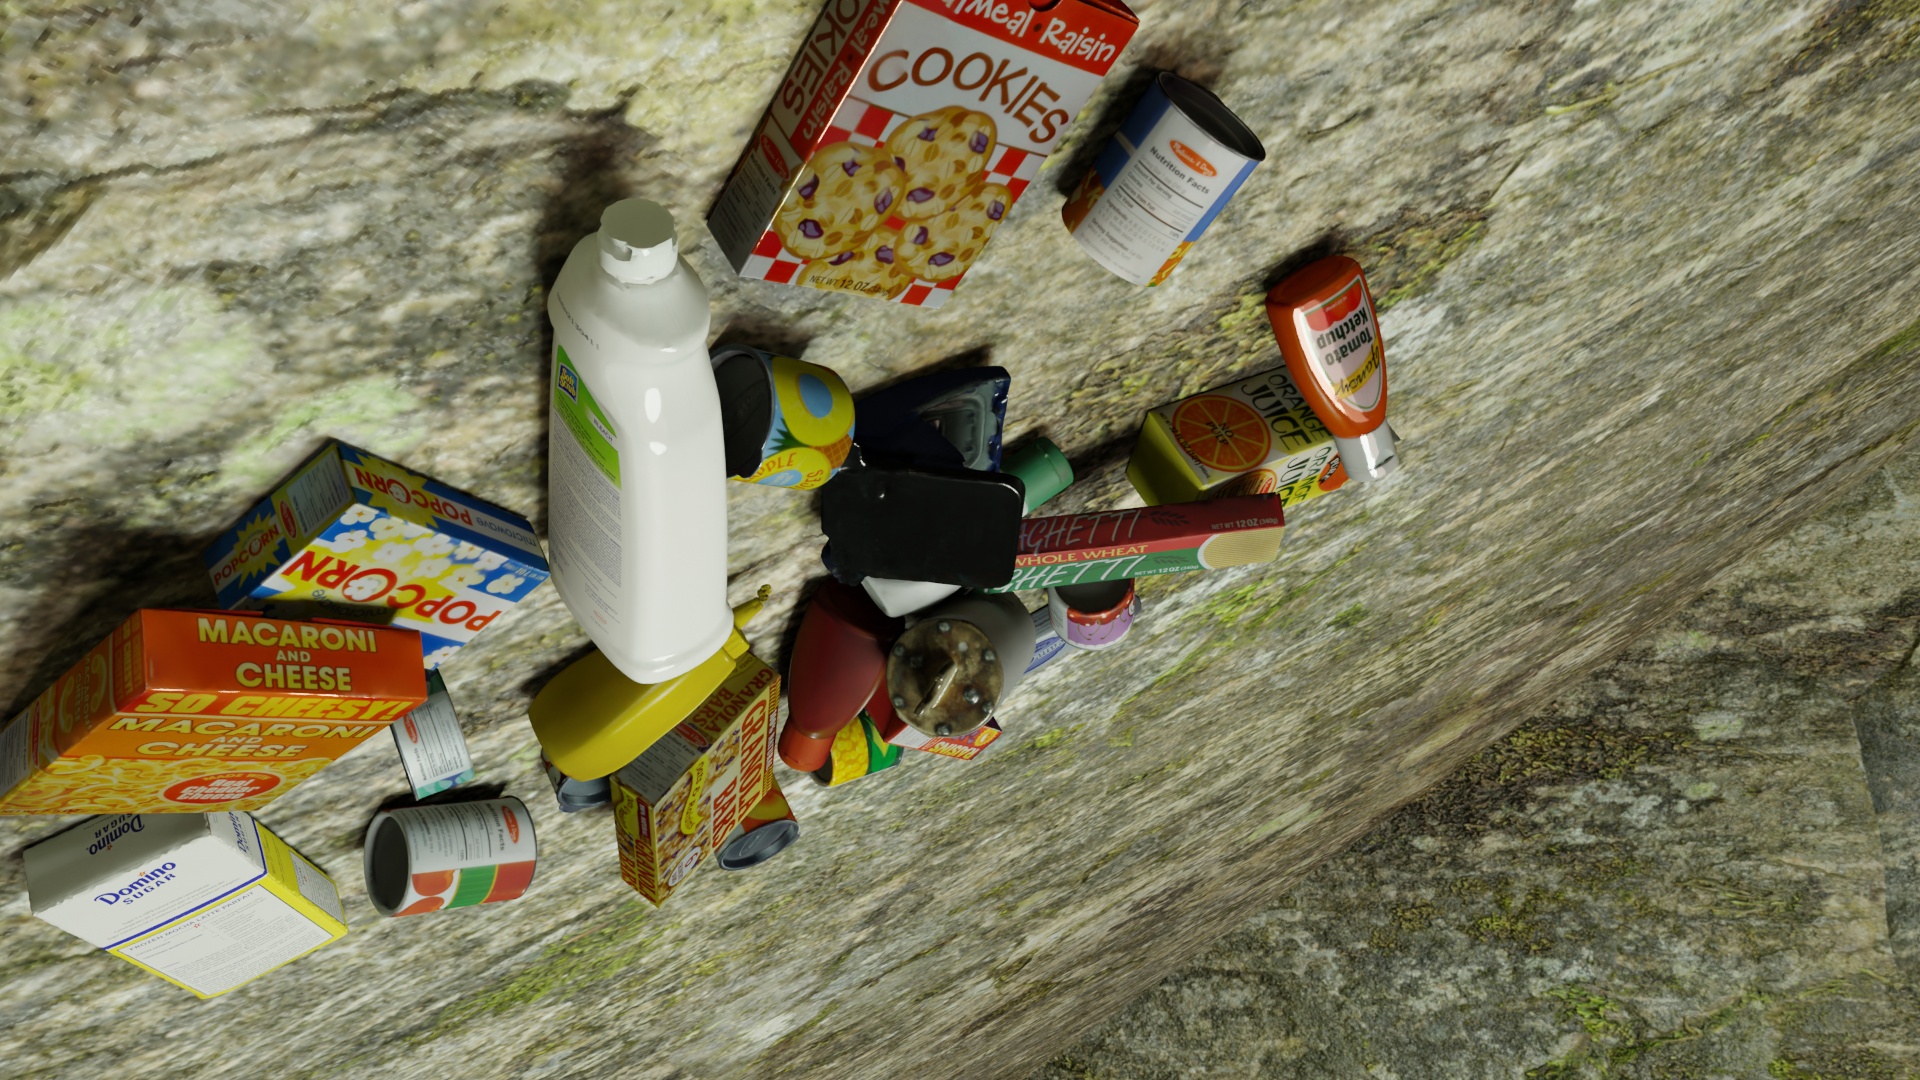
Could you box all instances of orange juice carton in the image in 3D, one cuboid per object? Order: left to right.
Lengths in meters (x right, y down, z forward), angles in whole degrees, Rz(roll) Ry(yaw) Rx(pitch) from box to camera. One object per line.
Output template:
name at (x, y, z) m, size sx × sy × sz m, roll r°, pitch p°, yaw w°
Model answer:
orange juice carton at (0.220, -0.069, 0.983) m, size 0.193 × 0.072 × 0.072 m, roll -19°, pitch 149°, yaw -23°

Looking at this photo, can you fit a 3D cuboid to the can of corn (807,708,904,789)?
can of corn at (-0.083, 0.141, 1.023) m, size 0.058 × 0.071 × 0.070 m, roll -14°, pitch 147°, yaw -30°

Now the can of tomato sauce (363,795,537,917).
can of tomato sauce at (-0.320, 0.198, 0.871) m, size 0.083 × 0.071 × 0.071 m, roll 4°, pitch 136°, yaw -47°

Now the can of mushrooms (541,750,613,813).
can of mushrooms at (-0.237, 0.144, 0.903) m, size 0.071 × 0.033 × 0.070 m, roll -25°, pitch 152°, yaw -14°

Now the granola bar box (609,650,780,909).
granola bar box at (-0.177, 0.162, 0.937) m, size 0.125 × 0.039 × 0.164 m, roll -47°, pitch 163°, yaw -34°

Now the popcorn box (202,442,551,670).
popcorn box at (-0.269, 0.012, 0.653) m, size 0.085 × 0.038 × 0.126 m, roll -37°, pitch 152°, yaw 11°

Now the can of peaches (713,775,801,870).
can of peaches at (-0.162, 0.208, 1.055) m, size 0.071 × 0.058 × 0.071 m, roll -25°, pitch 151°, yaw -15°

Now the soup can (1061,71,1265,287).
soup can at (0.100, -0.180, 0.695) m, size 0.071 × 0.071 × 0.083 m, roll 0°, pitch 139°, yaw -45°

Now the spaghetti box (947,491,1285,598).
spaghetti box at (0.086, 0.005, 0.916) m, size 0.250 × 0.029 × 0.050 m, roll -6°, pitch 150°, yaw 0°

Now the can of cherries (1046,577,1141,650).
can of cherries at (0.100, 0.040, 1.042) m, size 0.071 × 0.072 × 0.058 m, roll -27°, pitch 150°, yaw -9°

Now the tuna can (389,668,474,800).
tuna can at (-0.290, 0.104, 0.754) m, size 0.033 × 0.071 × 0.070 m, roll -19°, pitch 149°, yaw -24°

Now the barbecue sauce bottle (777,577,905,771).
barbecue sauce bottle at (-0.088, 0.095, 0.930) m, size 0.044 × 0.065 × 0.147 m, roll -51°, pitch 169°, yaw -52°

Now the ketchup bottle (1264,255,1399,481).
ketchup bottle at (0.249, -0.107, 0.905) m, size 0.065 × 0.043 × 0.148 m, roll -33°, pitch 119°, yaw -11°

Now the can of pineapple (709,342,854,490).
can of pineapple at (-0.094, -0.058, 0.686) m, size 0.058 × 0.071 × 0.070 m, roll 8°, pitch 133°, yaw -50°

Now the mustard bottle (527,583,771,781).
mustard bottle at (-0.176, 0.077, 0.828) m, size 0.160 × 0.065 × 0.048 m, roll -34°, pitch 148°, yaw -4°

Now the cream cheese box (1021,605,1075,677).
cream cheese box at (0.052, 0.085, 1.111) m, size 0.104 × 0.024 × 0.053 m, roll -28°, pitch 152°, yaw -8°

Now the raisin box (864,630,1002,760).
raisin box at (-0.030, 0.109, 1.002) m, size 0.040 × 0.086 × 0.123 m, roll -42°, pitch 151°, yaw 13°

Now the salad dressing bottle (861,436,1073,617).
salad dressing bottle at (0.003, -0.011, 0.874) m, size 0.148 × 0.064 × 0.043 m, roll -35°, pitch 147°, yaw -11°

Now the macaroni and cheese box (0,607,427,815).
macaroni and cheese box at (-0.346, 0.082, 0.637) m, size 0.166 × 0.040 × 0.124 m, roll -29°, pitch 156°, yaw 32°

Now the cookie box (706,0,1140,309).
cookie box at (-0.016, -0.180, 0.601) m, size 0.123 × 0.040 × 0.166 m, roll 0°, pitch 138°, yaw -45°
